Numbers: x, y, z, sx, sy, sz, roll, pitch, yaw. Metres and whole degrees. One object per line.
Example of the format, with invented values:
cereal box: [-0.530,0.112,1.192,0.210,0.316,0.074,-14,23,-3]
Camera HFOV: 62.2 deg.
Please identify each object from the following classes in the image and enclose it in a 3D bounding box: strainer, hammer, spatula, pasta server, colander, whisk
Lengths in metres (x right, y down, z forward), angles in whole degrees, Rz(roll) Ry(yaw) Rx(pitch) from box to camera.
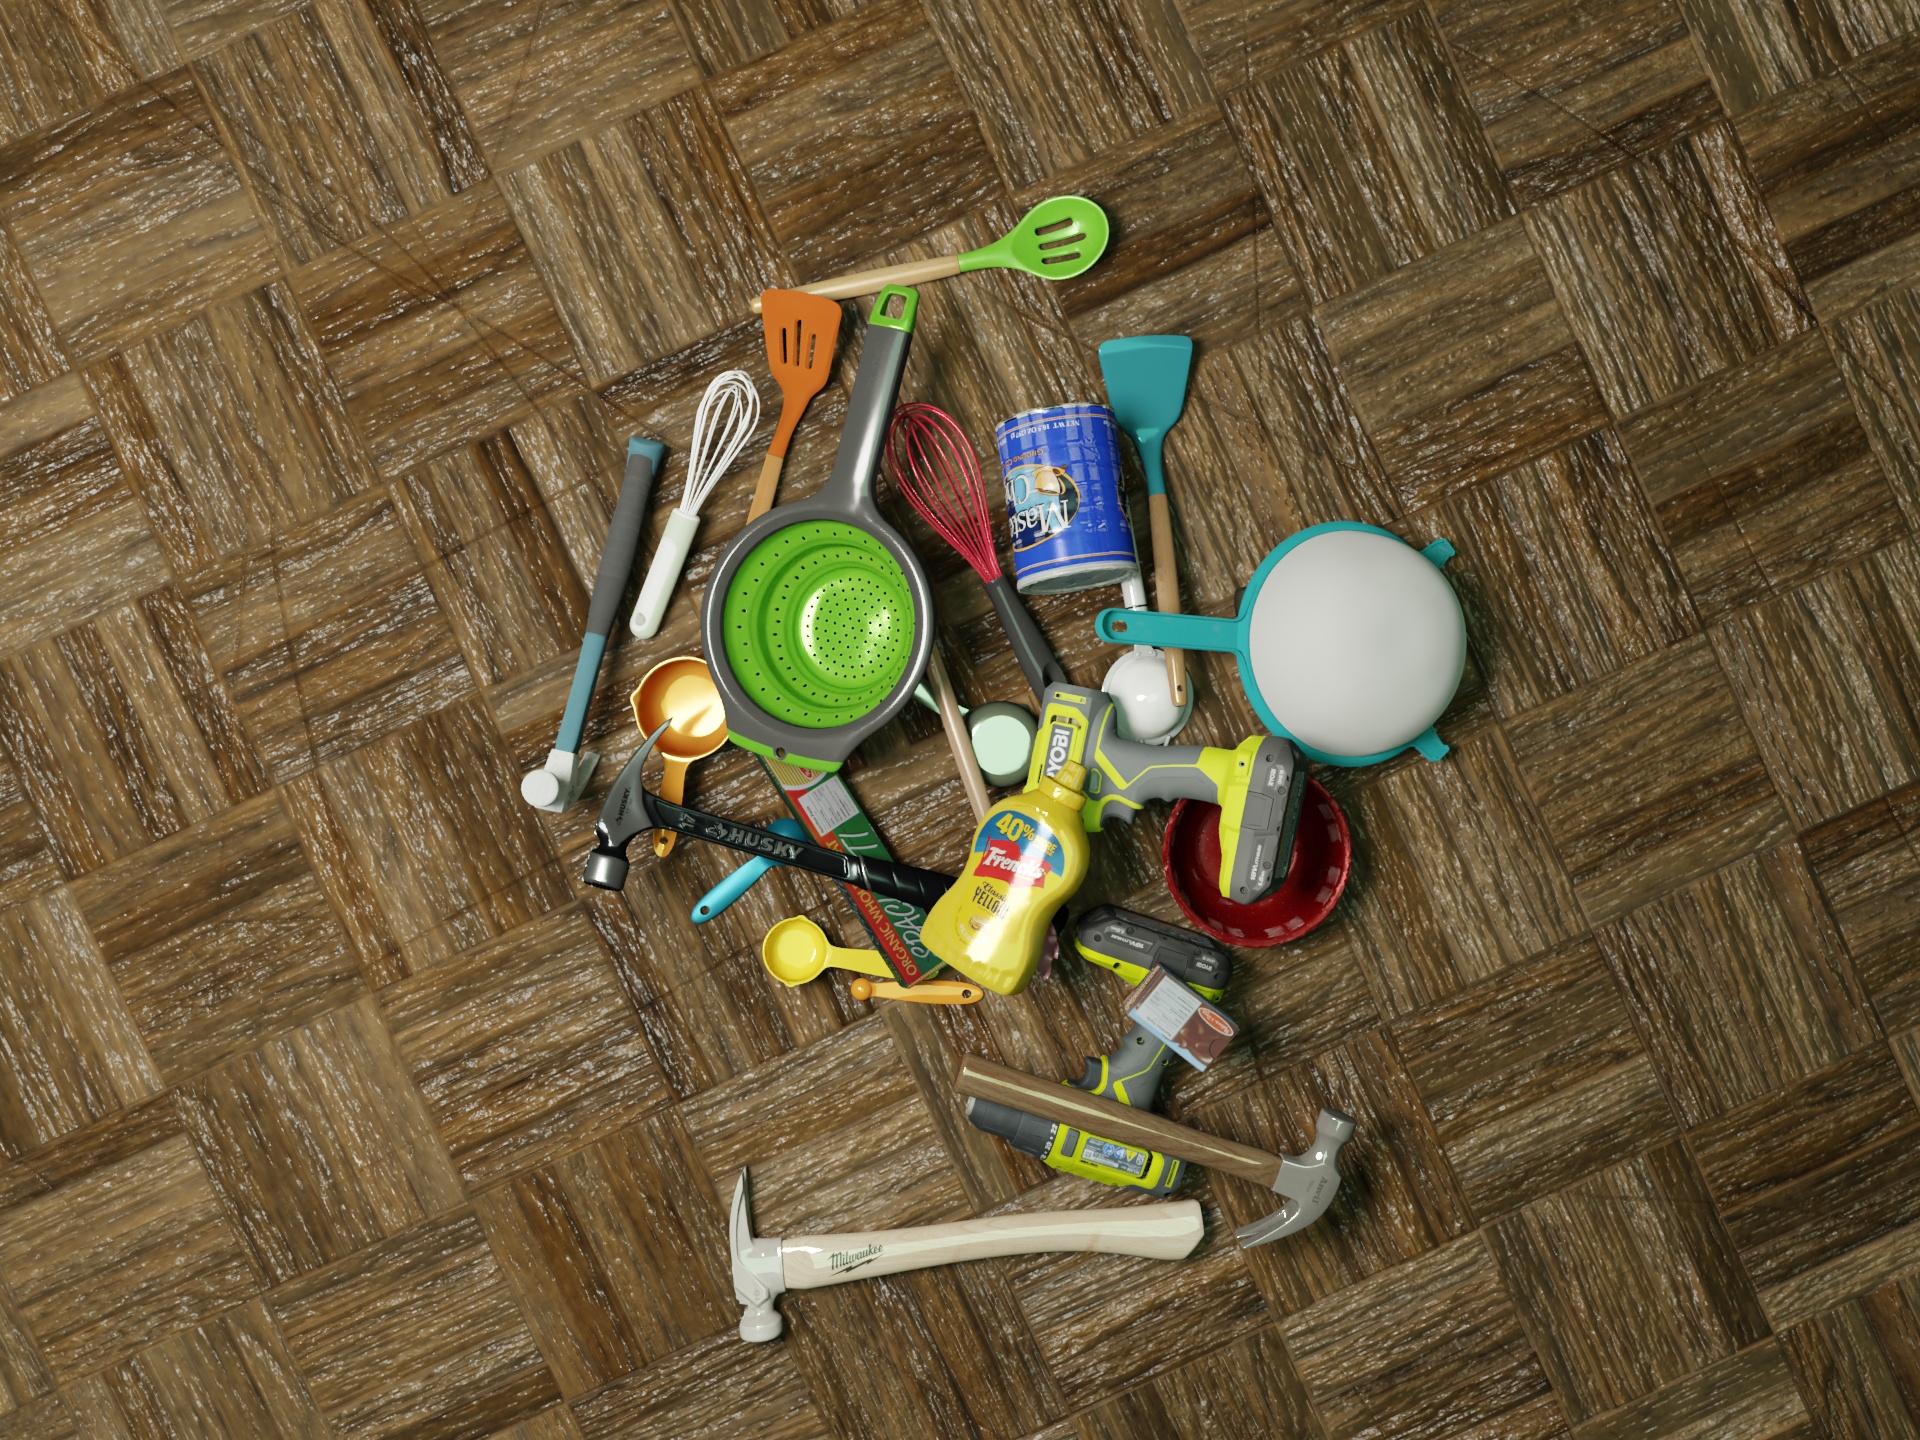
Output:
strainer: [0.283,-0.070,1.306,0.340,0.095,0.211,3,88,-18]
hammer: [-0.303,-0.084,1.343,0.033,0.128,0.331,13,82,-2]
hammer: [-0.099,0.118,1.339,0.408,0.036,0.149,17,75,-14]
hammer: [0.005,0.446,1.390,0.410,0.038,0.146,-6,90,-1]
spatula: [0.171,-0.170,1.359,0.082,0.044,0.317,-5,82,-5]
pasta server: [0.015,0.067,1.341,0.060,0.040,0.316,-19,87,13]
strainer: [0.154,-0.086,1.377,0.087,0.050,0.258,-10,88,-16]
spatula: [-0.171,-0.206,1.369,0.081,0.041,0.322,17,93,23]
colander: [-0.086,-0.158,1.326,0.204,0.094,0.397,16,96,16]
whisk: [0.019,-0.138,1.367,0.073,0.073,0.296,-28,97,0]
whisk: [-0.231,-0.182,1.354,0.058,0.059,0.246,29,103,23]
hammer: [0.154,0.344,1.323,0.331,0.031,0.130,18,96,-3]

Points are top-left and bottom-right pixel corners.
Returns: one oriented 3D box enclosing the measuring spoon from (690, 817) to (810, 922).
measuring spoon: [-0.185,0.135,1.385,0.128,0.021,0.042,-40,91,-1]

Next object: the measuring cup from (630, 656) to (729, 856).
measuring cup: [-0.239,0.029,1.370,0.095,0.052,0.173,11,96,0]

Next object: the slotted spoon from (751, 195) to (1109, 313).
slotted spoon: [-0.027,-0.391,1.373,0.314,0.031,0.070,-12,91,1]

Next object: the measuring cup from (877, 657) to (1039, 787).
measuring cup: [-0.002,-0.004,1.376,0.167,0.038,0.083,34,91,-3]

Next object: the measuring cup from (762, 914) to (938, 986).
measuring cup: [-0.097,0.208,1.392,0.156,0.029,0.062,10,84,-13]

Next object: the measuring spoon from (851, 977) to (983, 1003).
measuring spoon: [-0.038,0.238,1.395,0.117,0.011,0.021,2,91,-1]

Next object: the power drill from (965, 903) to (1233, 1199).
power drill: [0.123,0.281,1.367,0.190,0.080,0.228,18,94,-2]

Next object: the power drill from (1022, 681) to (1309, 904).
power drill: [0.161,0.071,1.314,0.223,0.080,0.171,12,92,23]
